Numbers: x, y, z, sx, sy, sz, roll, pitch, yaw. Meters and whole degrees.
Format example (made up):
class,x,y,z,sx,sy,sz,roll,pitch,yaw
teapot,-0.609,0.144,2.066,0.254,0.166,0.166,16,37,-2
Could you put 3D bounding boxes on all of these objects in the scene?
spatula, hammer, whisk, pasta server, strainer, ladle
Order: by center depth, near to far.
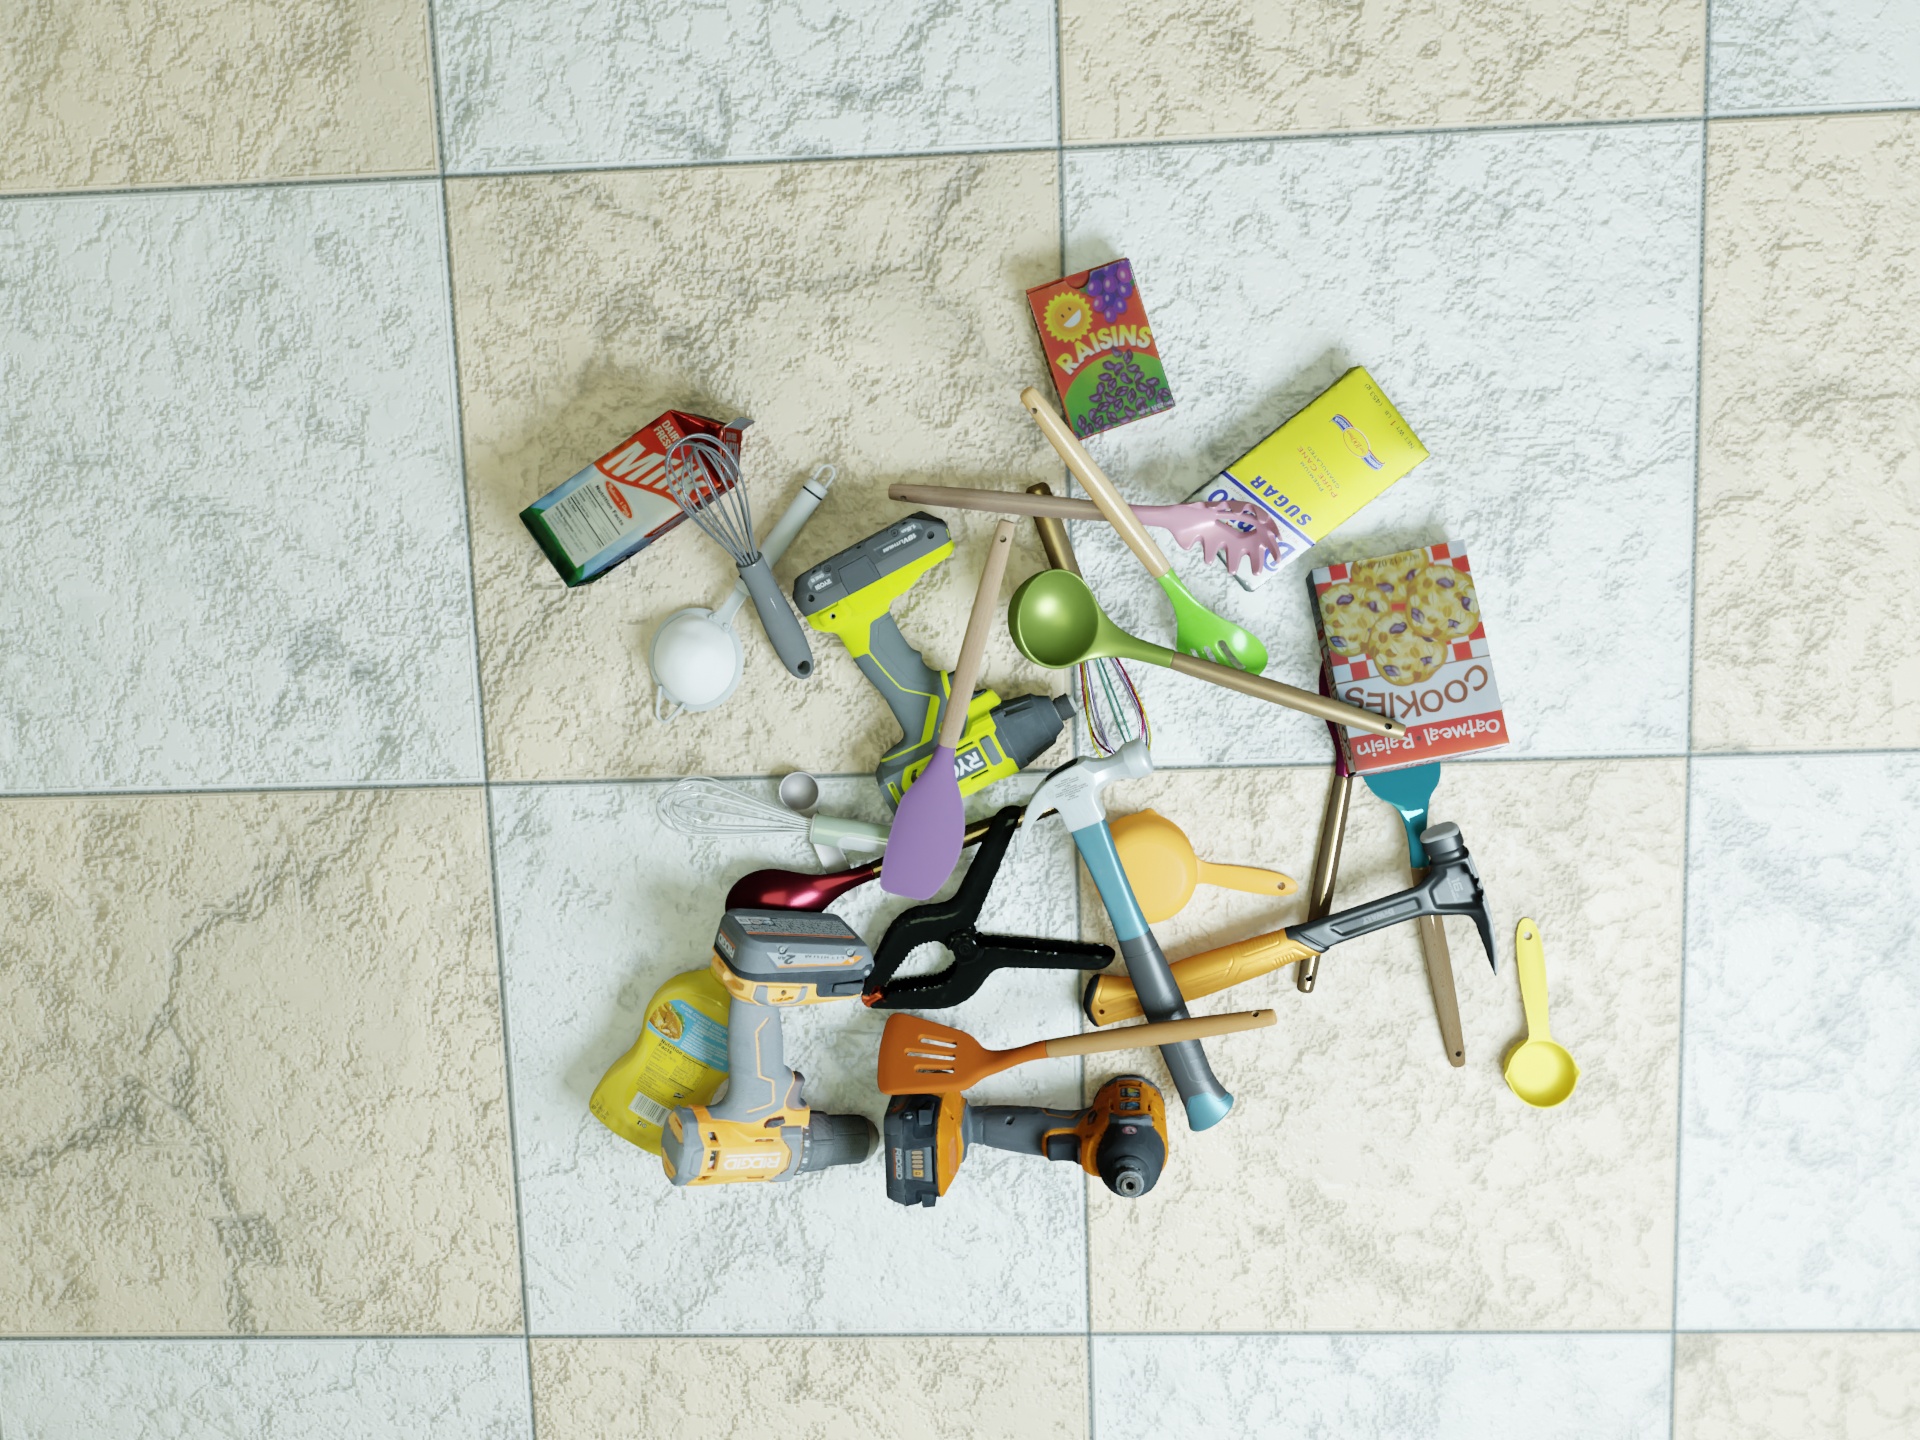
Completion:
class,x,y,z,sx,sy,sz,roll,pitch,yaw
ladle,0.190,-0.041,1.231,0.320,0.062,0.078,18,85,5
spatula,-0.002,-0.004,1.249,0.059,0.018,0.316,13,105,-6
pasta server,0.095,-0.161,1.251,0.316,0.040,0.060,7,137,12
whisk,-0.168,-0.123,1.251,0.055,0.055,0.238,-20,126,5
spatula,0.090,0.255,1.273,0.322,0.081,0.041,-12,130,18
hammer,0.145,0.183,1.277,0.128,0.033,0.331,-20,102,15
whisk,0.099,-0.075,1.290,0.047,0.051,0.245,-19,93,11
hammer,0.262,0.193,1.298,0.337,0.034,0.127,-20,101,14
whisk,-0.128,0.087,1.302,0.246,0.059,0.057,9,135,3
strainer,-0.182,-0.105,1.303,0.087,0.050,0.258,37,95,12
spatula,0.380,0.138,1.306,0.082,0.044,0.317,-15,104,-3
ladle,-0.048,0.117,1.326,0.315,0.031,0.069,-20,104,1

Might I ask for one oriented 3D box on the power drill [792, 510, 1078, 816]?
class,x,y,z,sx,sy,sz,roll,pitch,yaw
power drill,-0.022,-0.049,1.285,0.171,0.080,0.223,-27,99,6

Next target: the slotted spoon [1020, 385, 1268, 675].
class,x,y,z,sx,sy,sz,roll,pitch,yaw
slotted spoon,0.140,-0.133,1.225,0.070,0.031,0.313,-18,123,39

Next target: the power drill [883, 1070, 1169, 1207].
class,x,y,z,sx,sy,sz,roll,pitch,yaw
power drill,0.055,0.342,1.287,0.226,0.164,0.084,-1,97,5

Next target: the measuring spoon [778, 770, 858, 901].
class,x,y,z,sx,sy,sz,roll,pitch,yaw
measuring spoon,-0.116,0.097,1.340,0.034,0.018,0.124,-24,102,4

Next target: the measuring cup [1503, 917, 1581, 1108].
class,x,y,z,sx,sy,sz,roll,pitch,yaw
measuring cup,0.477,0.243,1.325,0.062,0.029,0.156,-5,86,4

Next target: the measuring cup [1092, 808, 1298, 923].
class,x,y,z,sx,sy,sz,roll,pitch,yaw
measuring cup,0.193,0.130,1.305,0.173,0.052,0.095,8,98,4

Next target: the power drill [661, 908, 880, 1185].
class,x,y,z,sx,sy,sz,roll,pitch,yaw
power drill,-0.135,0.274,1.303,0.185,0.084,0.226,7,103,-29

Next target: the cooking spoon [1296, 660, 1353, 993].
class,x,y,z,sx,sy,sz,roll,pitch,yaw
cooking spoon,0.312,0.070,1.309,0.069,0.017,0.319,9,97,2
